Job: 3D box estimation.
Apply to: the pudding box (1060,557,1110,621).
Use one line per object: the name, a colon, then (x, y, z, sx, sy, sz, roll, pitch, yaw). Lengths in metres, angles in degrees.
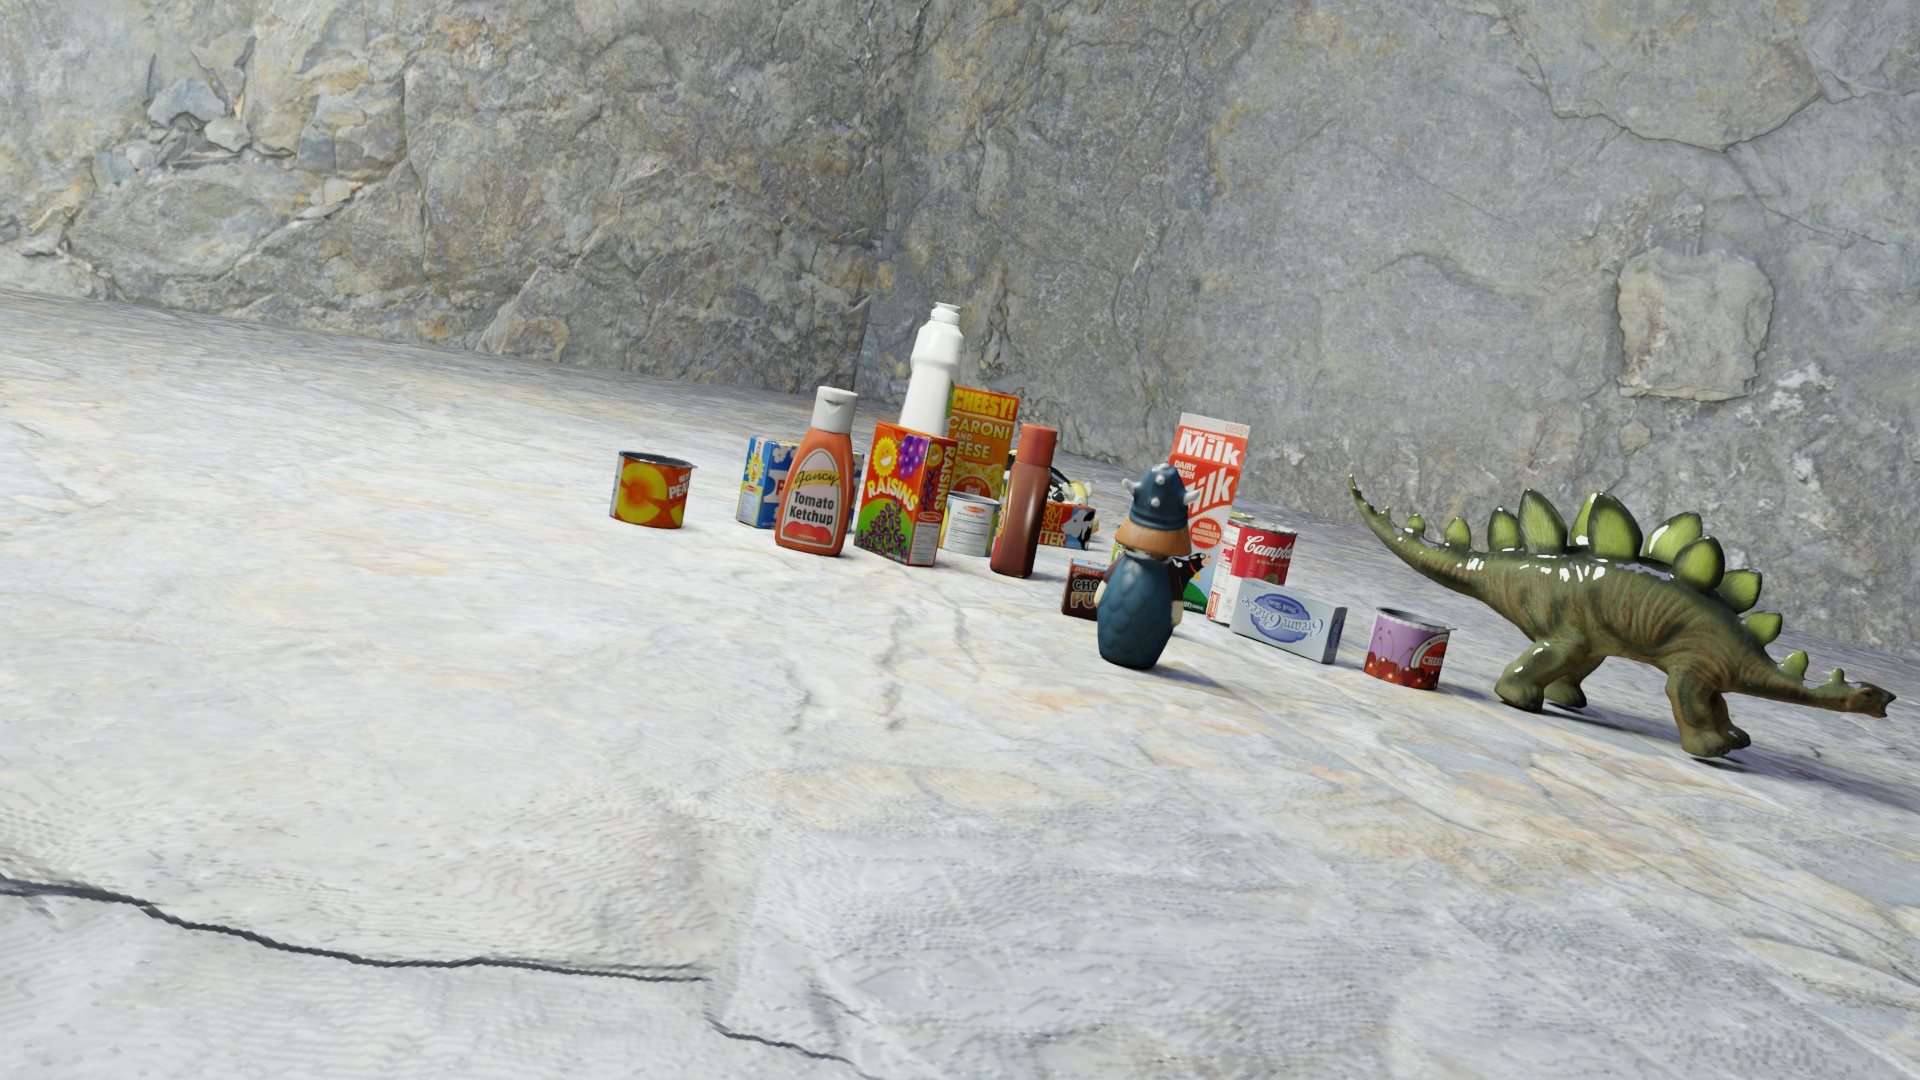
pudding box: (0.133, 0.047, 1.212, 0.084, 0.049, 0.030, 12, 7, 0)

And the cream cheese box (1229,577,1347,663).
cream cheese box: (0.298, 0.072, 1.264, 0.024, 0.053, 0.104, 5, 10, -44)

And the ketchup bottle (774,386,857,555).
ketchup bottle: (-0.125, -0.064, 1.259, 0.065, 0.148, 0.043, 12, 7, 2)

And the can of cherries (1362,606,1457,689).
can of cherries: (0.395, 0.095, 1.223, 0.071, 0.058, 0.071, 12, 7, -1)

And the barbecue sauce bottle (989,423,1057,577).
barbecue sauce bottle: (0.064, -0.040, 1.375, 0.044, 0.148, 0.065, 12, 7, 3)

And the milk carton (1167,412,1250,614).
milk carton: (0.235, -0.029, 1.396, 0.072, 0.190, 0.073, 13, 7, 10)

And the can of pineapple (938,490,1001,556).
can of pineapple: (0.005, -0.018, 1.470, 0.071, 0.057, 0.071, 12, 7, -1)

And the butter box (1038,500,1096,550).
butter box: (0.111, -0.021, 1.668, 0.103, 0.053, 0.024, 8, 8, -28)

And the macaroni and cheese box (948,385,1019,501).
macaroni and cheese box: (-0.009, -0.097, 1.619, 0.124, 0.166, 0.040, 9, 7, -22)

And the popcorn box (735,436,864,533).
popcorn box: (-0.157, -0.054, 1.381, 0.038, 0.085, 0.127, 18, 9, 41)

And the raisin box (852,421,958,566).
raisin box: (-0.054, -0.045, 1.324, 0.040, 0.123, 0.086, 6, 9, -42)

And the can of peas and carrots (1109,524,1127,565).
can of peas and carrots: (0.193, 0.018, 1.484, 0.071, 0.058, 0.071, 12, 7, -1)

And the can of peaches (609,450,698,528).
can of peaches: (-0.274, -0.045, 1.237, 0.071, 0.058, 0.071, 12, 7, -1)

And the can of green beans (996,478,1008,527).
can of green beans: (0.063, -0.046, 1.762, 0.071, 0.057, 0.071, 12, 7, -1)
